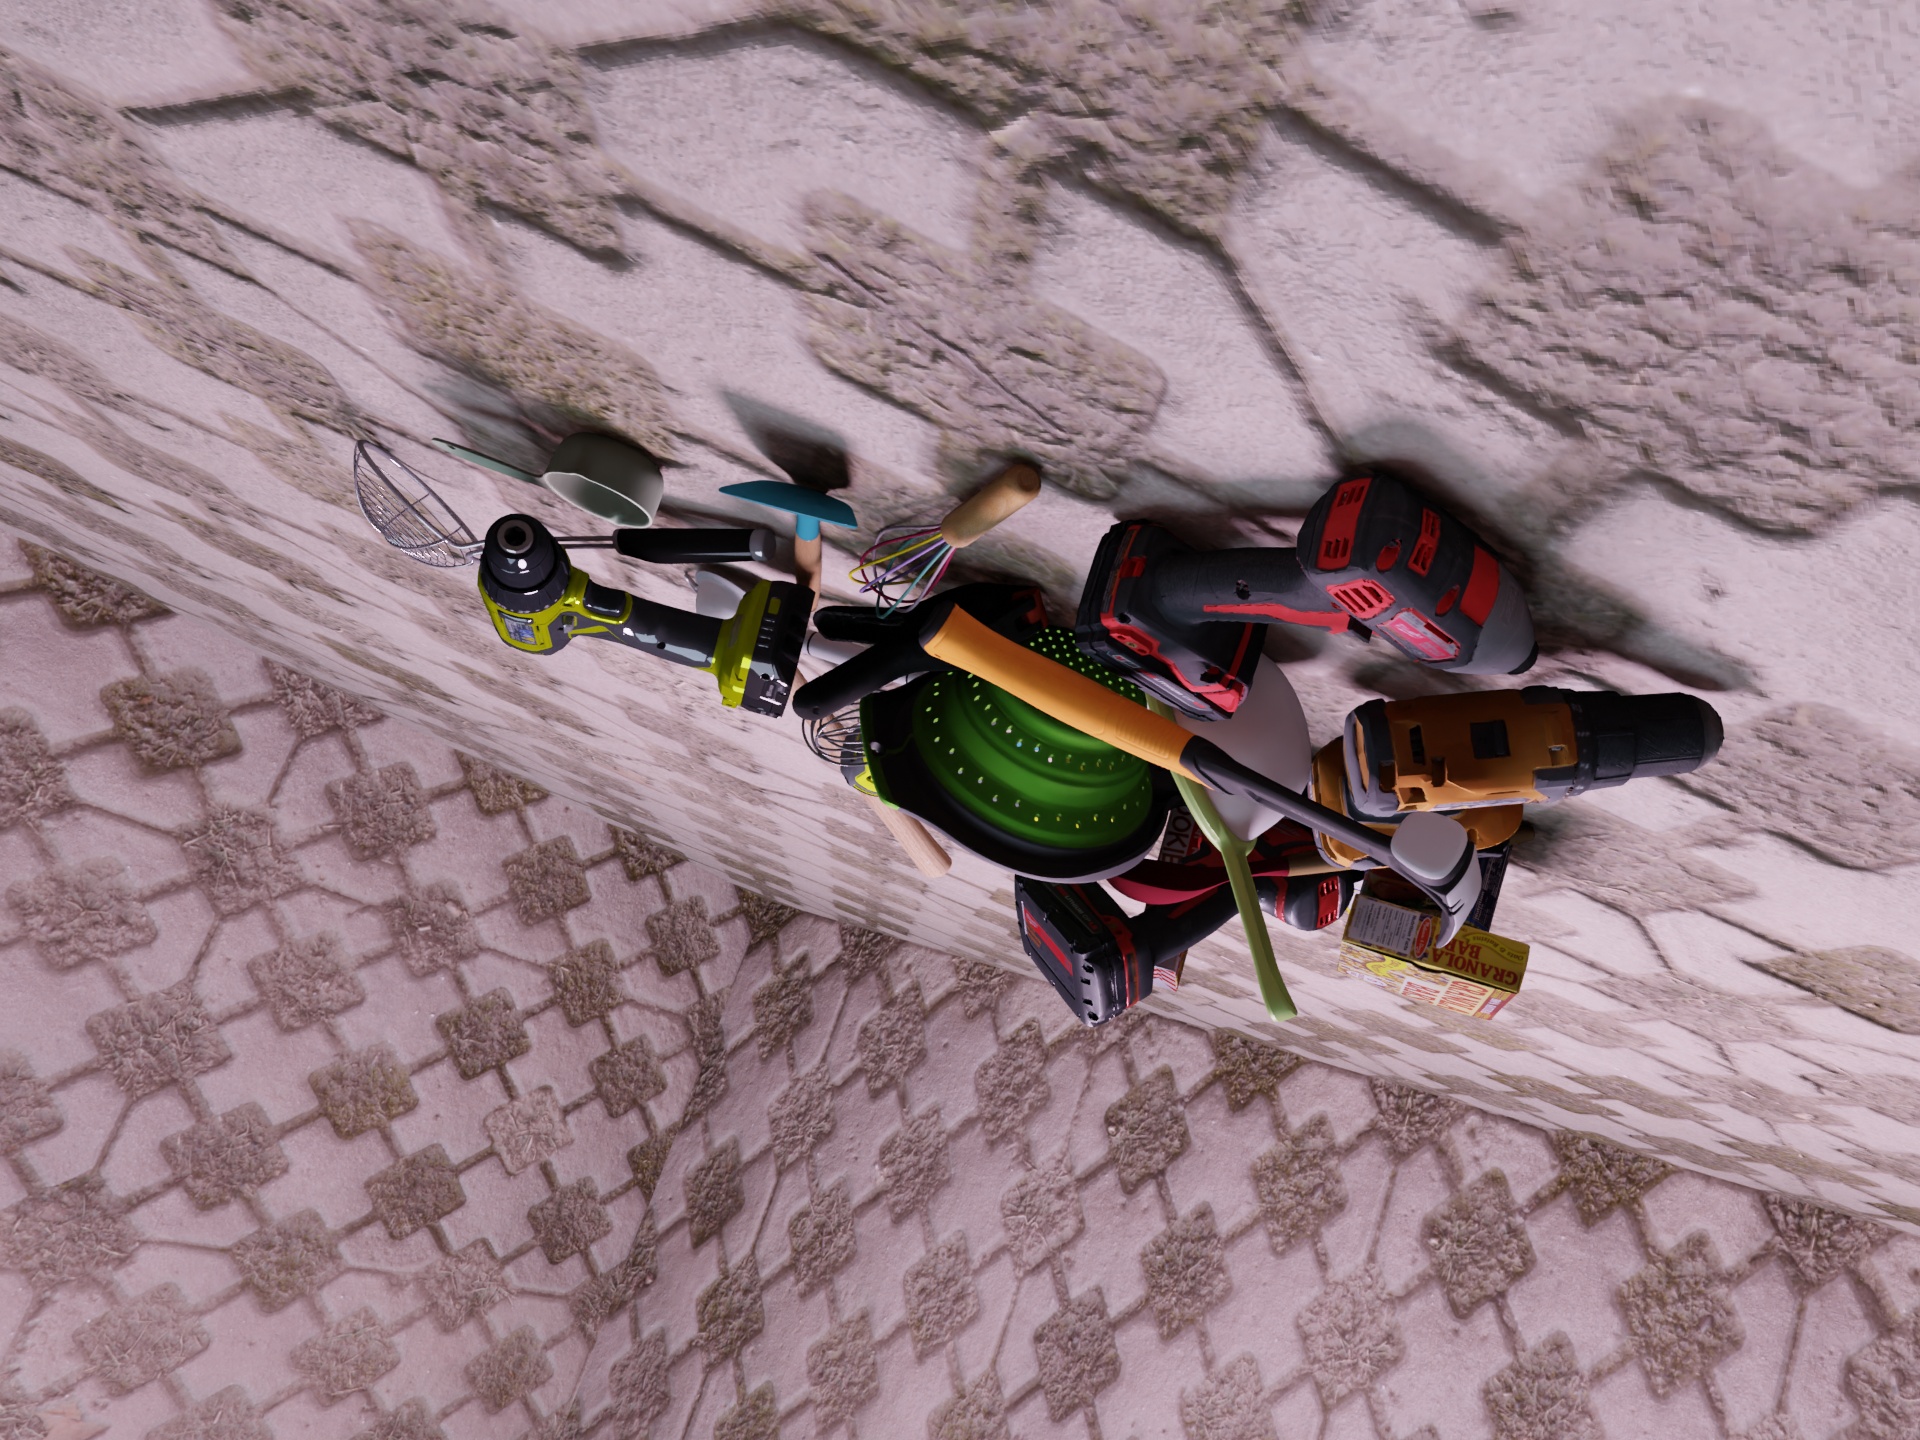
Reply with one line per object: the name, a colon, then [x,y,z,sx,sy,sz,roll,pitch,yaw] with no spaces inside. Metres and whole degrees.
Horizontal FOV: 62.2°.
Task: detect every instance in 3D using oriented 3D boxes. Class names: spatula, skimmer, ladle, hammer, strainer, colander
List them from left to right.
skimmer: [-0.294,-0.159,1.175,0.363,0.090,0.127,3,161,22]
strainer: [-0.123,-0.062,1.224,0.258,0.050,0.086,18,154,26]
spatula: [-0.106,-0.109,1.062,0.082,0.044,0.317,14,168,-2]
hammer: [-0.104,0.026,1.412,0.130,0.031,0.331,7,142,46]
colander: [0.133,0.013,1.091,0.397,0.205,0.094,8,131,-22]
hammer: [0.116,0.016,0.847,0.337,0.034,0.127,28,169,29]
strainer: [0.178,0.047,0.932,0.069,0.257,0.151,-24,147,21]
ladle: [0.253,0.097,1.117,0.315,0.031,0.069,-6,-166,-7]

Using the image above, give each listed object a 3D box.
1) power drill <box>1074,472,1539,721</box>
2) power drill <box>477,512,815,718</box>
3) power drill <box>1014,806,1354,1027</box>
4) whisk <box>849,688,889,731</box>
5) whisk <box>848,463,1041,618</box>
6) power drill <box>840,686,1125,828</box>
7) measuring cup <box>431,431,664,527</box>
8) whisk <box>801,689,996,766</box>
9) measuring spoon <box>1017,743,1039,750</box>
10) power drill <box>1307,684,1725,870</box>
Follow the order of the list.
power drill: [0.174,-0.056,0.803,0.143,0.078,0.220,28,162,-31]
power drill: [-0.223,-0.077,1.112,0.228,0.080,0.190,14,165,-7]
power drill: [0.153,0.115,1.190,0.188,0.226,0.080,48,153,49]
whisk: [-0.041,-0.015,1.347,0.059,0.058,0.246,-12,174,-22]
whisk: [-0.013,-0.106,0.944,0.047,0.051,0.245,30,162,-15]
power drill: [0.037,0.038,1.282,0.223,0.080,0.171,21,150,-26]
measuring cup: [-0.275,-0.176,1.062,0.167,0.038,0.083,19,167,12]
whisk: [-0.002,-0.004,1.148,0.239,0.055,0.055,-6,180,-28]
measuring spoon: [0.078,0.033,1.405,0.129,0.021,0.042,11,164,28]
power drill: [0.295,0.028,0.888,0.185,0.084,0.226,-5,168,2]
